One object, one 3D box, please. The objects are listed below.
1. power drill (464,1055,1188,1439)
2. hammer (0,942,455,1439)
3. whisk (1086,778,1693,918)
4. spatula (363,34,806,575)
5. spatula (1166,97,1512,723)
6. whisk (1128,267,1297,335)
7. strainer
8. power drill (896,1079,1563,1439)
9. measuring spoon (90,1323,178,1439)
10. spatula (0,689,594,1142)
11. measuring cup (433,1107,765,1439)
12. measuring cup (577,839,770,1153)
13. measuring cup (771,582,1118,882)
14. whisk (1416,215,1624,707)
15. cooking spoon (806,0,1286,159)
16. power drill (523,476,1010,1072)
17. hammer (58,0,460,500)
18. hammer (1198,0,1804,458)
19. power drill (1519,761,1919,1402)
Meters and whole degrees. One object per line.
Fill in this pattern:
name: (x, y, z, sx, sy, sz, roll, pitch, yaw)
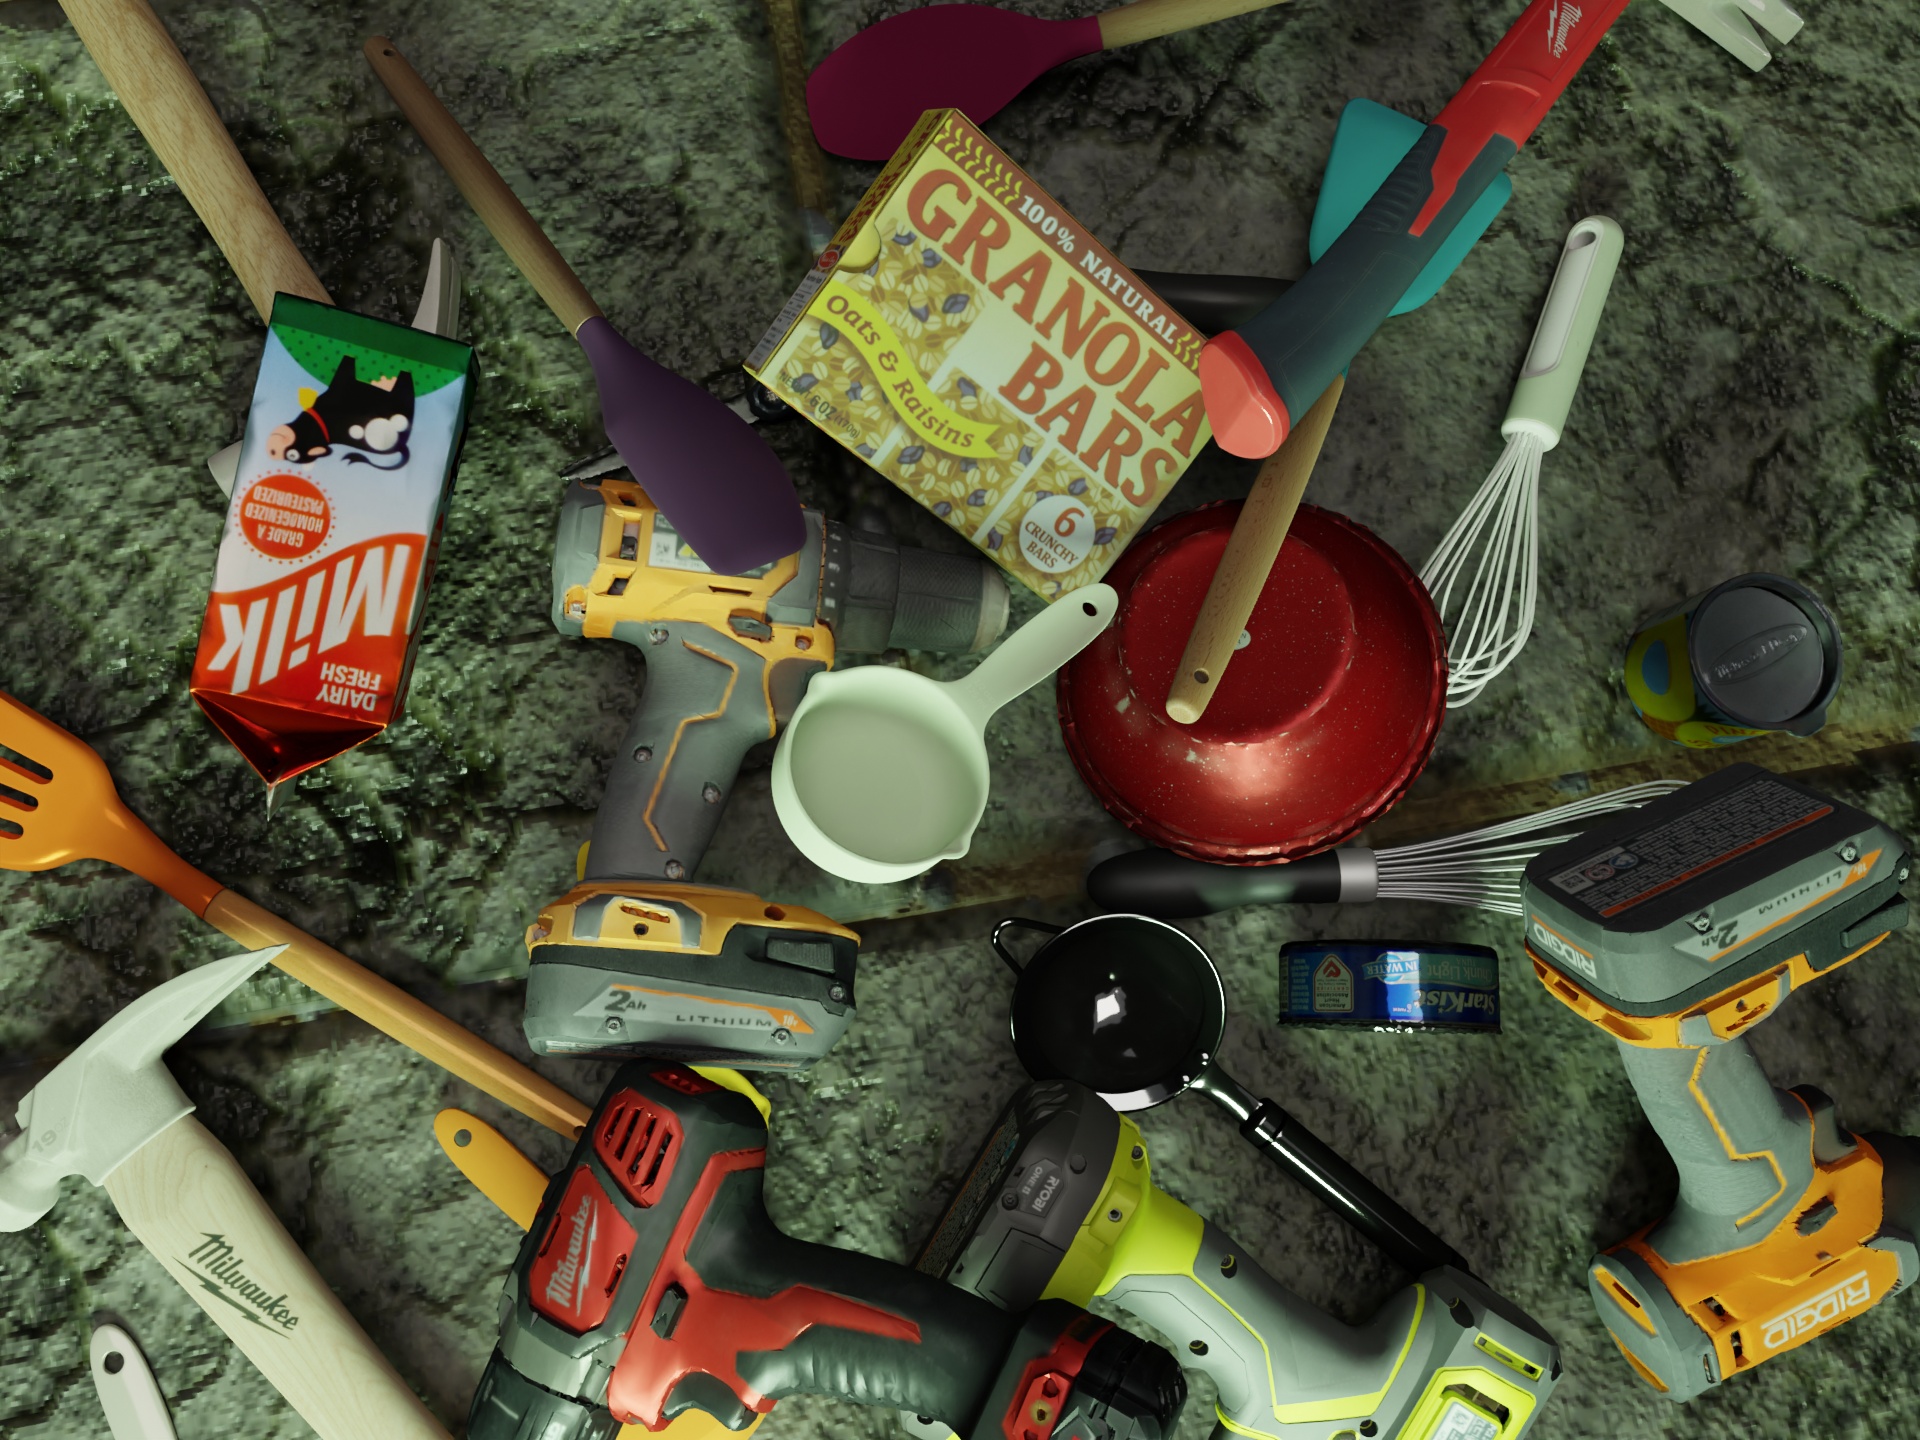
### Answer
power drill: (-0.059, 0.239, 0.524, 0.227, 0.080, 0.188, 22, 83, 18)
hammer: (-0.193, 0.276, 0.590, 0.146, 0.038, 0.410, -40, 87, 3)
whisk: (0.194, 0.063, 0.655, 0.284, 0.070, 0.070, -3, 81, 0)
spatula: (-0.164, -0.180, 0.657, 0.060, 0.018, 0.316, -27, 70, -33)
spatula: (0.141, -0.127, 0.630, 0.082, 0.044, 0.318, 28, 59, -1)
whisk: (0.068, -0.185, 0.680, 0.239, 0.055, 0.055, 3, 80, -14)
strainer: (0.114, 0.157, 0.641, 0.258, 0.050, 0.087, 40, 101, -3)
power drill: (0.090, 0.253, 0.602, 0.223, 0.080, 0.171, 31, 91, -2)
measuring spoon: (-0.304, 0.287, 0.599, 0.034, 0.018, 0.124, -25, 82, -7)
spatula: (-0.276, 0.087, 0.623, 0.322, 0.041, 0.081, 31, 94, 0)
measuring cup: (-0.141, 0.211, 0.605, 0.173, 0.052, 0.095, 43, 80, 1)
measuring cup: (-0.124, 0.121, 0.641, 0.062, 0.029, 0.157, -19, 70, -15)
measuring cup: (-0.001, -0.002, 0.598, 0.167, 0.038, 0.083, -38, 86, -32)
whisk: (0.245, -0.118, 0.693, 0.059, 0.058, 0.246, 33, 73, -33)
cooking spoon: (0.086, -0.309, 0.699, 0.319, 0.017, 0.069, -14, 78, 6)
power drill: (-0.074, 0.019, 0.625, 0.185, 0.084, 0.226, 6, 71, -11)
hammer: (-0.329, -0.252, 0.681, 0.130, 0.031, 0.331, -32, 84, -8)
hammer: (0.224, -0.231, 0.663, 0.143, 0.038, 0.386, 38, 64, 2)
power drill: (0.309, 0.136, 0.605, 0.164, 0.084, 0.226, -23, 111, -8)
